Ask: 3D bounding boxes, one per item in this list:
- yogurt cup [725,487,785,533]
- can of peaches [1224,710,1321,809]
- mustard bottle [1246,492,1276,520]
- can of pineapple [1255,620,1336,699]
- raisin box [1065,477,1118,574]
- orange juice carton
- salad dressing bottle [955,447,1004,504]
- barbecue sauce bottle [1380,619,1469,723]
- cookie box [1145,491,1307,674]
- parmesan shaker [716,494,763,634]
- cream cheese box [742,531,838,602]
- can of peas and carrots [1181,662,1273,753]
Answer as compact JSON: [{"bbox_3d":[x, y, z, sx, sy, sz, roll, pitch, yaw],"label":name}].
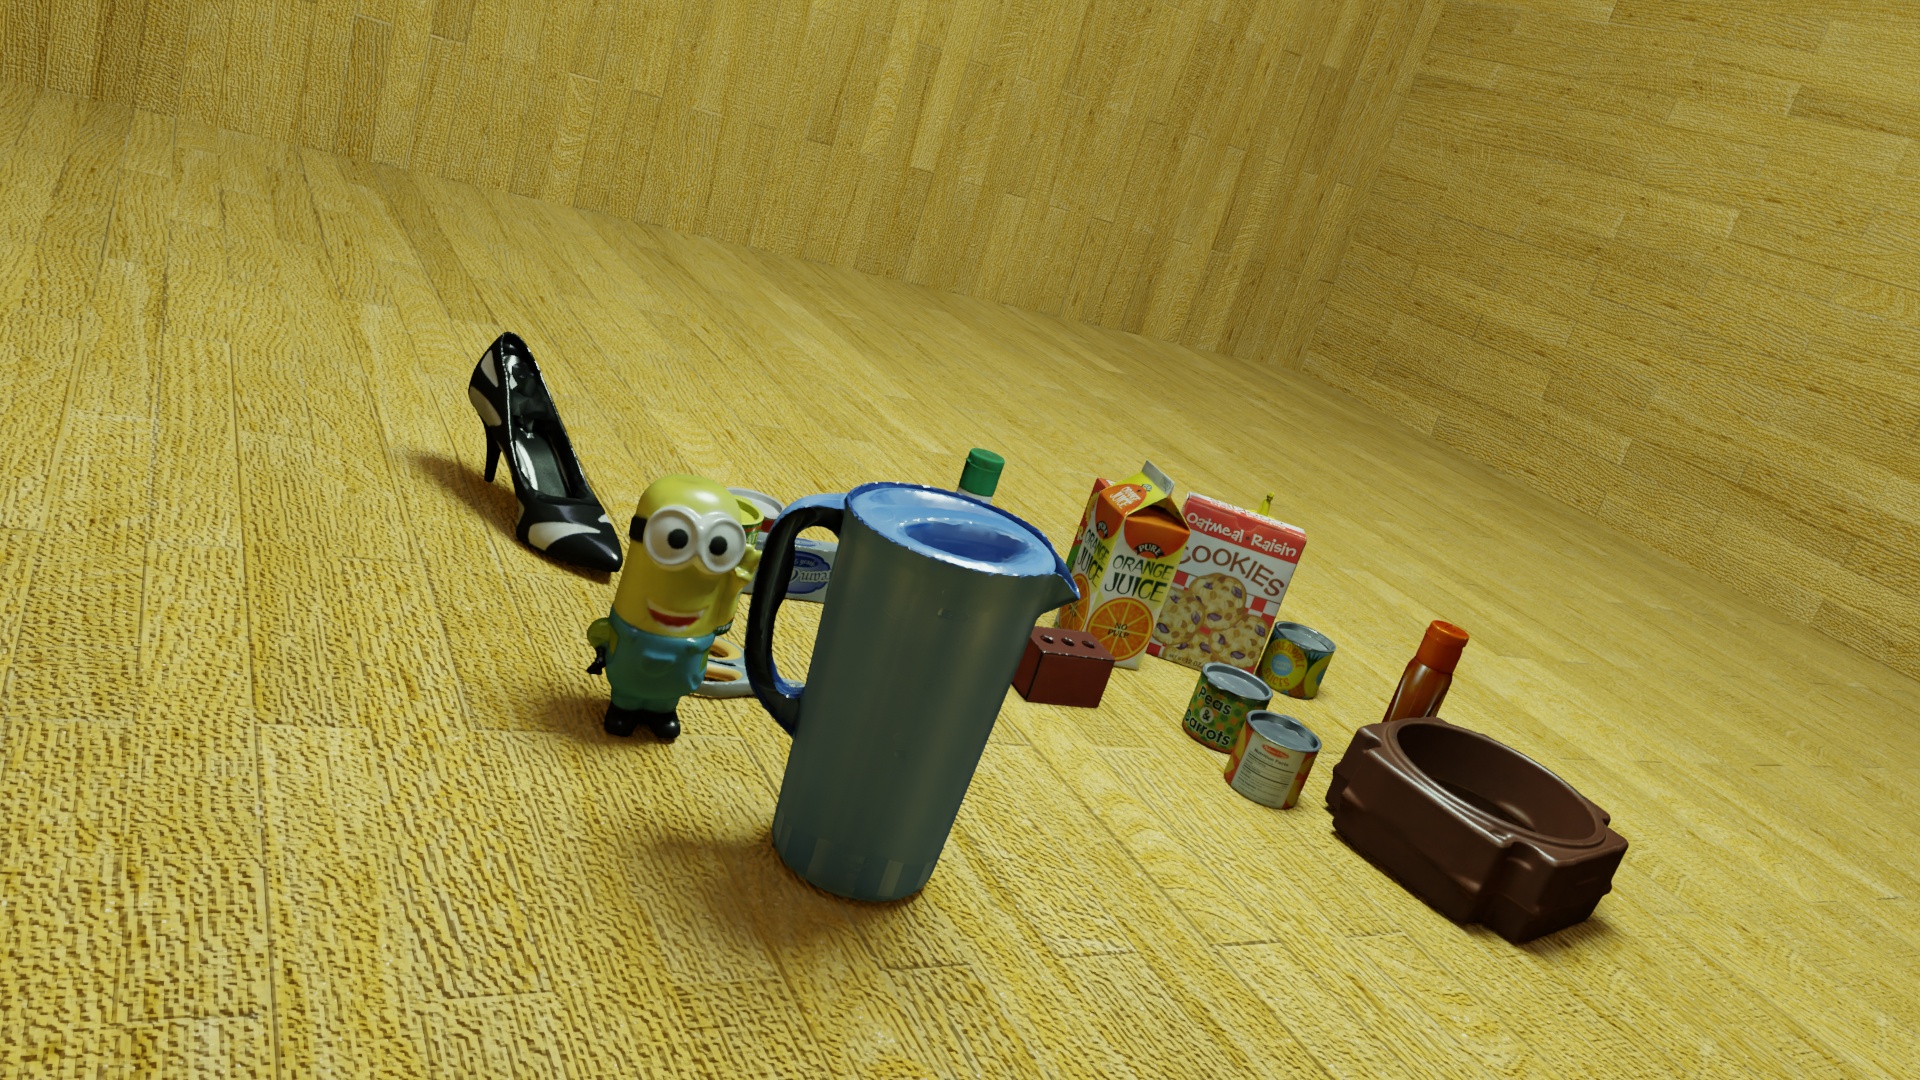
[{"bbox_3d":[-0.204,-0.013,1.312,0.072,0.053,0.072,16,18,-5],"label":"yogurt cup"},{"bbox_3d":[0.264,0.184,1.173,0.071,0.058,0.071,16,18,-5],"label":"can of peaches"},{"bbox_3d":[0.319,0.018,1.549,0.065,0.159,0.049,3,23,-39],"label":"mustard bottle"},{"bbox_3d":[0.344,0.123,1.429,0.071,0.057,0.071,16,18,-5],"label":"can of pineapple"},{"bbox_3d":[0.155,0.005,1.489,0.040,0.123,0.086,13,18,-17],"label":"raisin box"},{"bbox_3d":[0.160,0.020,1.337,0.073,0.192,0.072,12,18,-18],"label":"orange juice carton"},{"bbox_3d":[0.005,-0.017,1.371,0.044,0.147,0.064,11,19,-23],"label":"salad dressing bottle"},{"bbox_3d":[0.426,0.147,1.292,0.044,0.148,0.065,26,19,23],"label":"barbecue sauce bottle"},{"bbox_3d":[0.258,0.049,1.388,0.123,0.166,0.040,19,17,2],"label":"cookie box"},{"bbox_3d":[-0.205,0.018,1.139,0.071,0.102,0.071,16,18,-5],"label":"parmesan shaker"},{"bbox_3d":[-0.150,0.025,1.251,0.104,0.053,0.024,9,20,-27],"label":"cream cheese box"},{"bbox_3d":[0.237,0.151,1.245,0.071,0.058,0.071,16,18,-5],"label":"can of peas and carrots"}]
